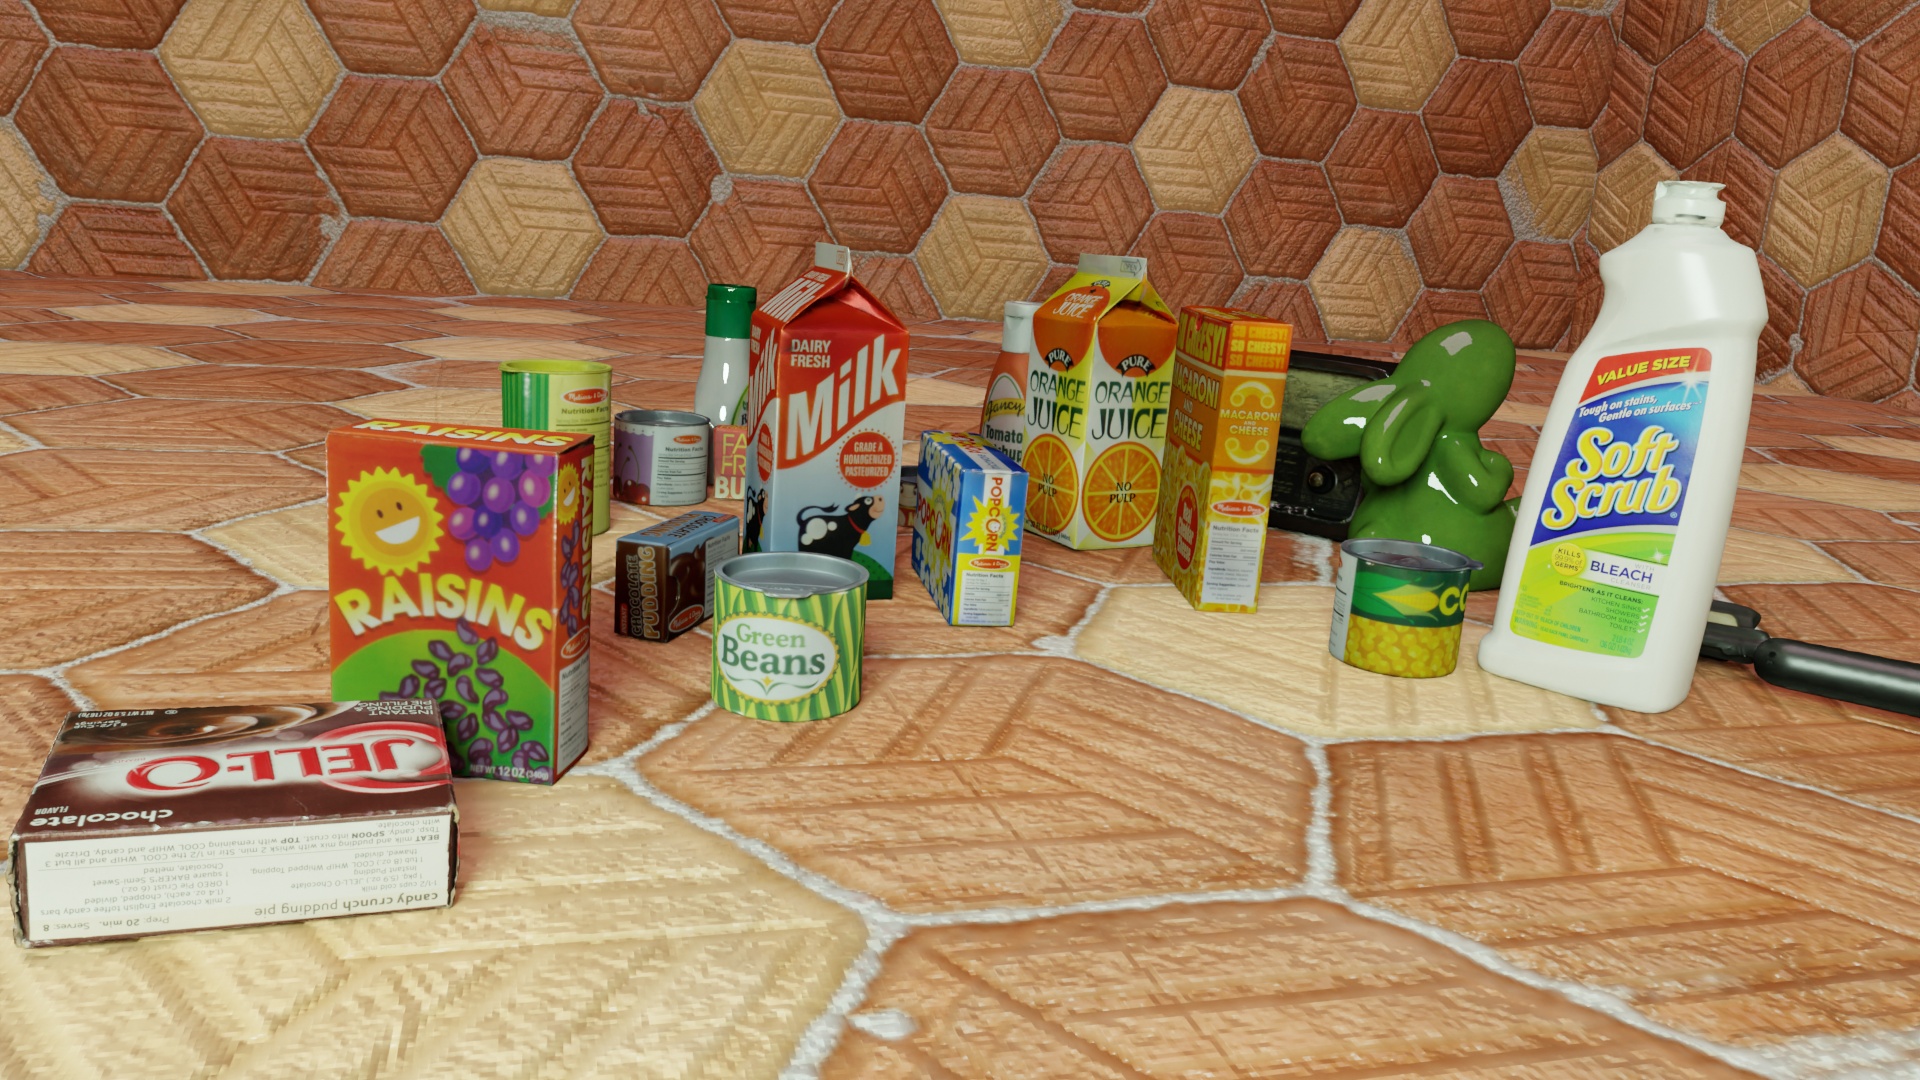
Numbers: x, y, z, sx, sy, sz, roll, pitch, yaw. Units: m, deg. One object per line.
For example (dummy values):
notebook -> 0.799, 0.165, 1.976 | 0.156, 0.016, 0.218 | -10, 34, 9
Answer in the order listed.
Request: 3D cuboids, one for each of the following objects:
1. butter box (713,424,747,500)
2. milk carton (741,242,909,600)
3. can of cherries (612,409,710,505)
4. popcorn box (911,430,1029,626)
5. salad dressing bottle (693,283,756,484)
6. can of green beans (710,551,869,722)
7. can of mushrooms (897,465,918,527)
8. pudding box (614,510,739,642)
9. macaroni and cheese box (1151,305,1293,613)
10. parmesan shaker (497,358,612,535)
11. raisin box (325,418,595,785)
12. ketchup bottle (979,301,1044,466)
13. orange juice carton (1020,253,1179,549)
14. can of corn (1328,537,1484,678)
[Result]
butter box -> -0.125, -0.054, 0.996 | 0.103, 0.053, 0.024 | 3, 13, -4
milk carton -> -0.075, -0.067, 0.765 | 0.073, 0.190, 0.072 | -1, 14, -21
can of cherries -> -0.212, -0.059, 0.978 | 0.071, 0.058, 0.071 | 4, 13, -1
popcorn box -> 0.003, -0.010, 0.778 | 0.038, 0.085, 0.127 | 2, 13, -12
salad dressing bottle -> -0.174, -0.117, 1.041 | 0.044, 0.147, 0.064 | 7, 13, 13
can of green beans -> -0.074, 0.040, 0.600 | 0.071, 0.057, 0.071 | 4, 13, -1
can of mushrooms -> -0.023, -0.030, 0.971 | 0.071, 0.033, 0.071 | 4, 13, -1
pudding box -> -0.141, 0.016, 0.700 | 0.030, 0.049, 0.084 | 8, 13, 14
macaroni and cheese box -> 0.153, -0.053, 0.834 | 0.040, 0.166, 0.124 | 3, 13, -5
parmesan shaker -> -0.253, -0.058, 0.861 | 0.071, 0.102, 0.071 | 4, 13, -1
raisin box -> -0.180, 0.021, 0.506 | 0.086, 0.123, 0.040 | 5, 13, 5
ketchup bottle -> 0.047, -0.110, 1.081 | 0.065, 0.148, 0.044 | 14, 16, 38
orange juice carton -> 0.093, -0.095, 0.936 | 0.073, 0.192, 0.072 | -4, 15, -32
can of corn -> 0.230, 0.035, 0.721 | 0.071, 0.058, 0.071 | 4, 13, -1
